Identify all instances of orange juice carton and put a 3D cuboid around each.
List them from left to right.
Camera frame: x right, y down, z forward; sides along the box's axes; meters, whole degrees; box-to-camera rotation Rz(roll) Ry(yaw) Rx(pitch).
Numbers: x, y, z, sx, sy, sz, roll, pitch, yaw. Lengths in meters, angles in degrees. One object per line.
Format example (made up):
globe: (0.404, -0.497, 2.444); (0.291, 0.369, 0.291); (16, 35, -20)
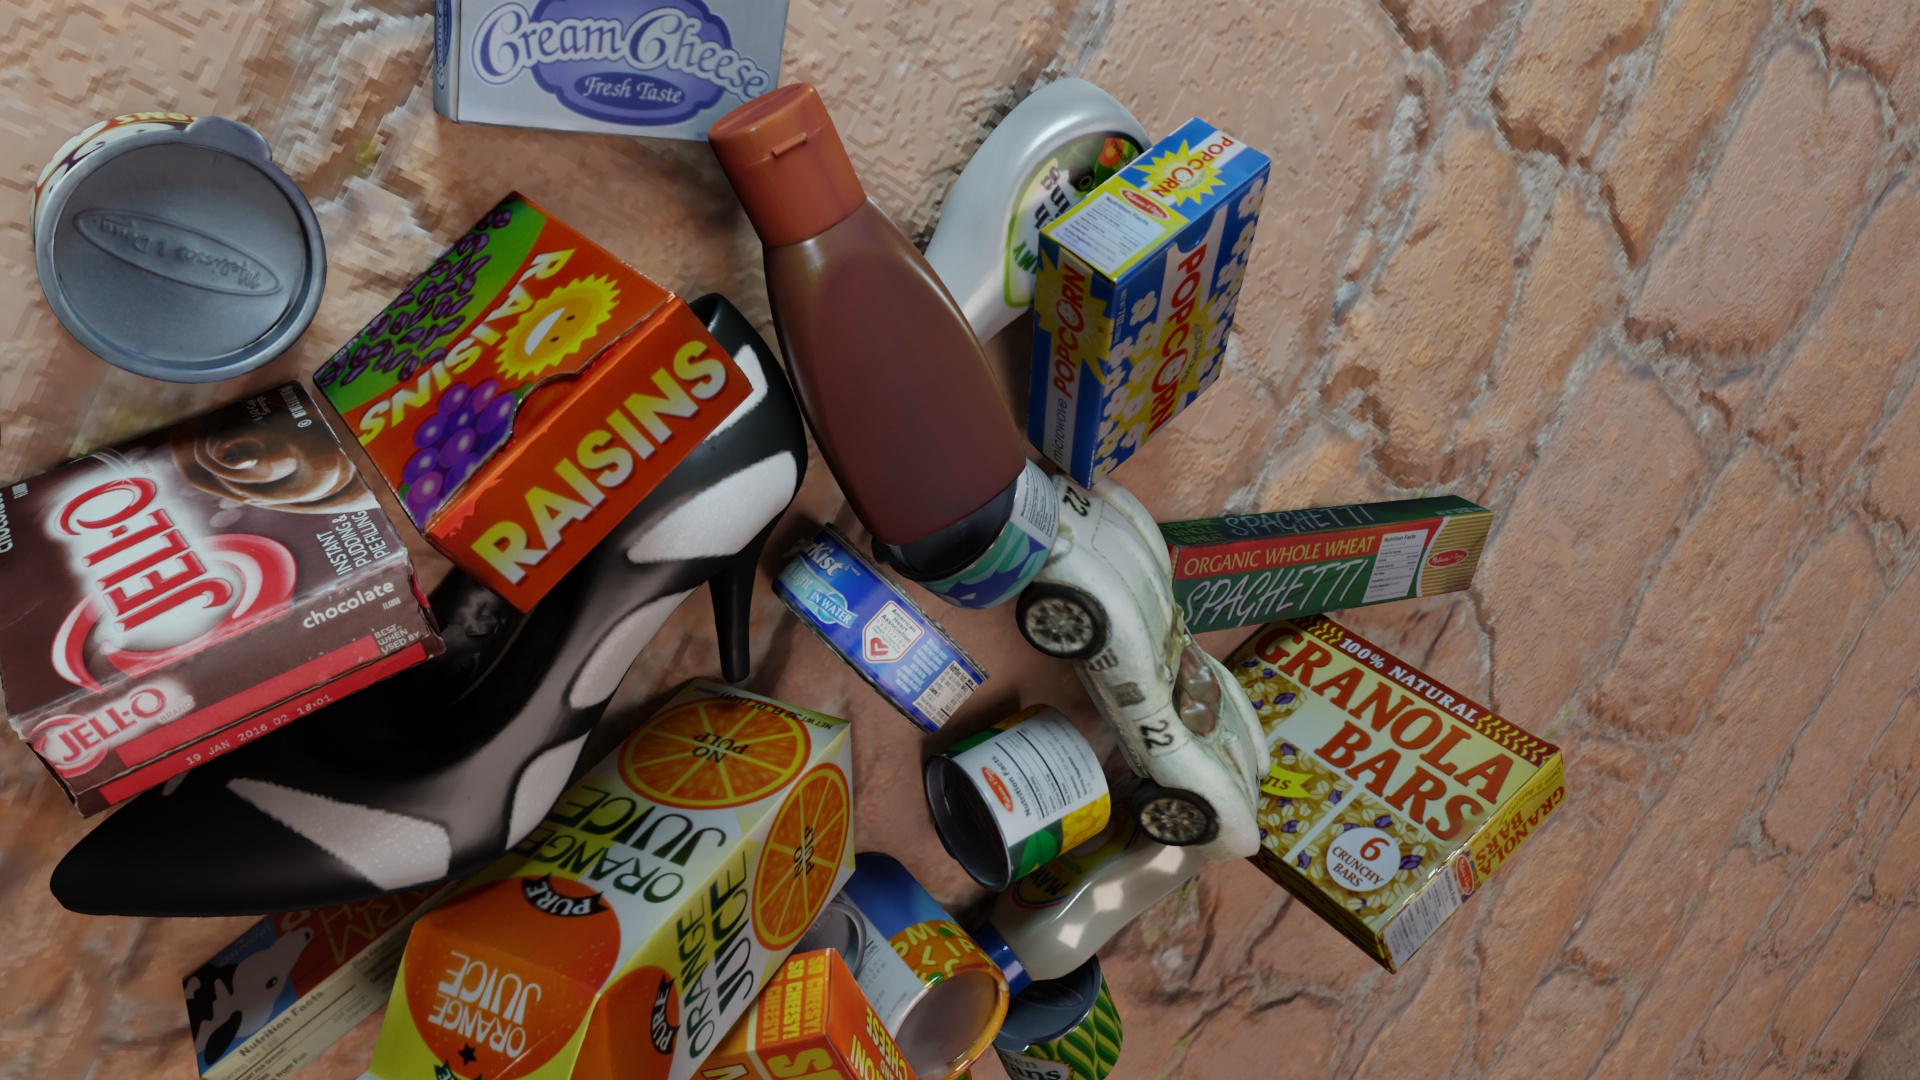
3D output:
orange juice carton: (-0.112, 0.130, 0.466); (0.194, 0.072, 0.072); (-45, 141, -54)

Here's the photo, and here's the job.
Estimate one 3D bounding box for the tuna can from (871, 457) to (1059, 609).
tuna can: (0.002, -0.007, 0.545); (0.033, 0.071, 0.071); (35, 90, -44)

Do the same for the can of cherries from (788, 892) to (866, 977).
can of cherries: (-0.082, 0.157, 0.570); (0.072, 0.058, 0.071); (-17, 123, -29)

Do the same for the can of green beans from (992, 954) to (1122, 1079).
can of green beans: (0.045, 0.240, 0.706); (0.071, 0.071, 0.057); (-35, 130, -18)

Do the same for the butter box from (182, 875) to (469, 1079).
butter box: (-0.205, 0.134, 0.467); (0.104, 0.053, 0.024); (-39, 128, -16)

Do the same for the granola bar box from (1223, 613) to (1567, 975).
granola bar box: (0.185, 0.111, 0.678); (0.124, 0.166, 0.039); (-39, 130, -15)

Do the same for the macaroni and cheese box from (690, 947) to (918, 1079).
macaroni and cheese box: (-0.107, 0.223, 0.540); (0.166, 0.040, 0.123); (-14, 129, 9)

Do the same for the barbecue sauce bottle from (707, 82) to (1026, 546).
barbecue sauce bottle: (-0.032, -0.072, 0.453); (0.065, 0.044, 0.148); (-31, 120, -9)

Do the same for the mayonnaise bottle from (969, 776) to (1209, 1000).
mayonnaise bottle: (0.053, 0.179, 0.685); (0.148, 0.065, 0.041); (-36, 109, -12)

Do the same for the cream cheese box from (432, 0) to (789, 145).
cream cheese box: (-0.103, -0.149, 0.416); (0.104, 0.024, 0.053); (-6, 116, -35)

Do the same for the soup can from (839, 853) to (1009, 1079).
soup can: (-0.026, 0.189, 0.612); (0.071, 0.084, 0.071); (-18, 123, -30)

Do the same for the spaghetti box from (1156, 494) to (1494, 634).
spaghetti box: (0.186, 0.010, 0.719); (0.251, 0.029, 0.050); (-5, 116, -36)

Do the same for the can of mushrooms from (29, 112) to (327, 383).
can of mushrooms: (-0.205, -0.080, 0.368); (0.071, 0.033, 0.070); (-17, 122, -29)

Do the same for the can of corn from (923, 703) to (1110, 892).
can of corn: (0.025, 0.115, 0.627); (0.058, 0.071, 0.070); (-24, 125, -27)

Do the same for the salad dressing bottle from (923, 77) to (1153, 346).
salad dressing bottle: (0.009, -0.101, 0.514); (0.147, 0.044, 0.064); (-51, 142, -1)

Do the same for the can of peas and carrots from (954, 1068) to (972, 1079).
can of peas and carrots: (-0.036, 0.259, 0.655); (0.059, 0.071, 0.071); (19, 100, -43)

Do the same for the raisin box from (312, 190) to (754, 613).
raisin box: (-0.123, -0.045, 0.388); (0.086, 0.123, 0.040); (-45, 133, -9)

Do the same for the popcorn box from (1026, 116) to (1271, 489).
popcorn box: (0.069, -0.087, 0.535); (0.085, 0.038, 0.126); (-39, 156, -21)
